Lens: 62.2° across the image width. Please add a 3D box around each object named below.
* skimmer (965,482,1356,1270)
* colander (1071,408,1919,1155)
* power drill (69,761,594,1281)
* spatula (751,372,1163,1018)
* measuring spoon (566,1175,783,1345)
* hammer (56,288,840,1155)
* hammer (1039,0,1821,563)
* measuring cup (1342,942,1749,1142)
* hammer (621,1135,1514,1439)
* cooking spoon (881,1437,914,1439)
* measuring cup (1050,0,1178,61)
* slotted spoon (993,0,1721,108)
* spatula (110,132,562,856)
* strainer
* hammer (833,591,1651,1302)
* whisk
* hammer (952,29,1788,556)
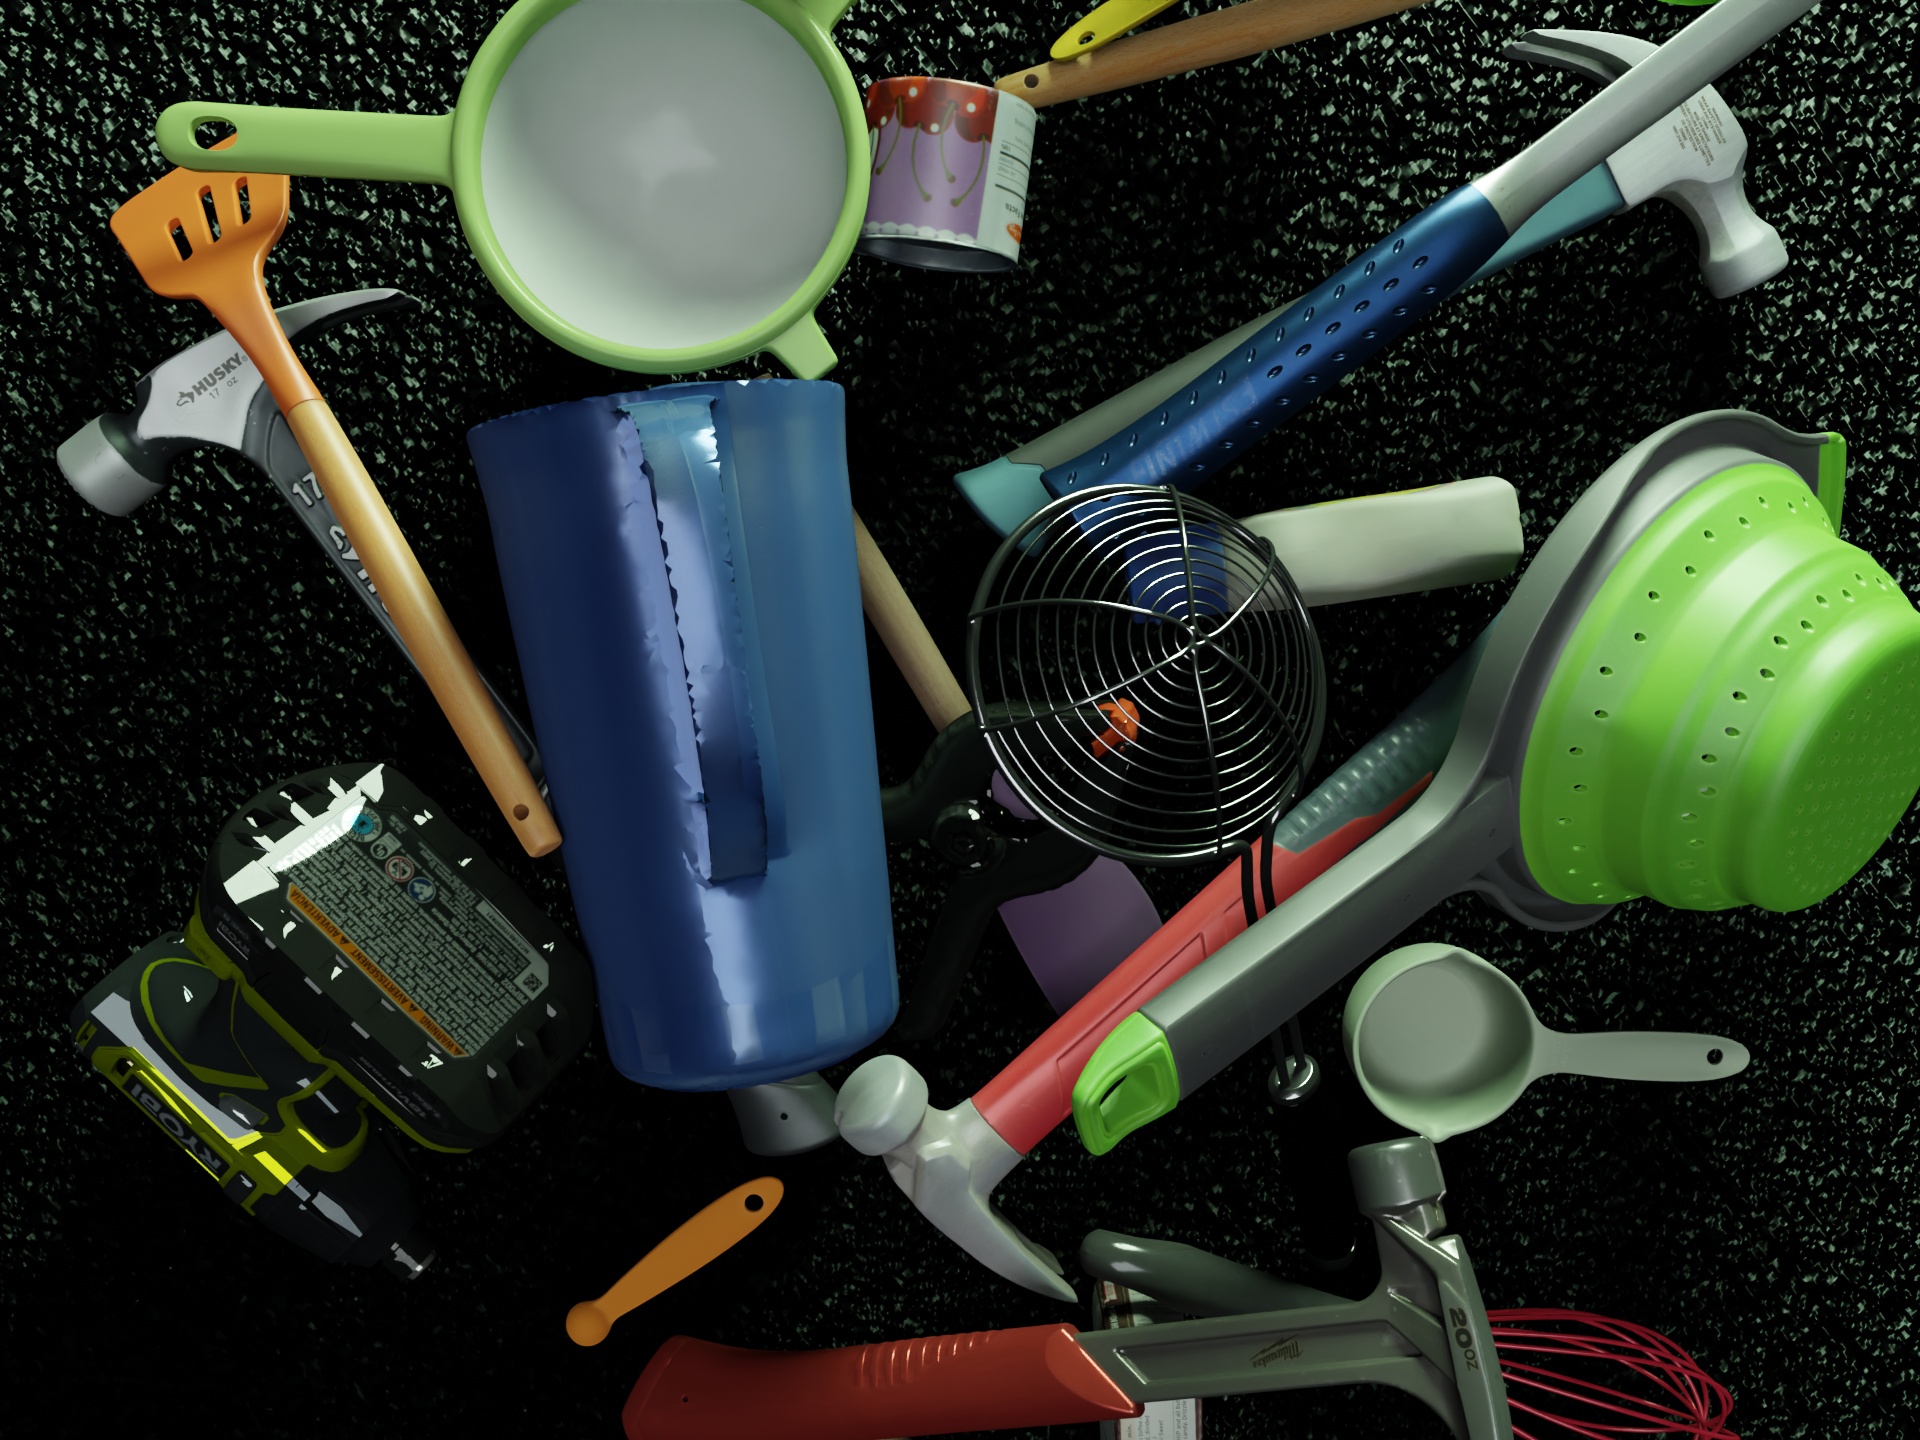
[{"bbox_3d":[0.098,0.082,0.601,0.127,0.090,0.362,-35,130,-20],"label":"skimmer"},{"bbox_3d":[0.214,0.041,0.539,0.397,0.095,0.204,-32,130,-20],"label":"colander"},{"bbox_3d":[-0.233,0.125,0.594,0.171,0.080,0.223,46,133,-5],"label":"power drill"},{"bbox_3d":[-0.001,-0.002,0.655,0.060,0.018,0.316,-30,98,8],"label":"spatula"},{"bbox_3d":[-0.124,0.235,0.689,0.117,0.011,0.021,-37,97,4],"label":"measuring spoon"},{"bbox_3d":[-0.176,0.013,0.648,0.149,0.036,0.409,-36,97,3],"label":"hammer"},{"bbox_3d":[0.208,-0.191,0.591,0.405,0.035,0.144,-37,98,5],"label":"hammer"},{"bbox_3d":[0.243,0.133,0.669,0.167,0.038,0.083,3,98,-3],"label":"measuring cup"},{"bbox_3d":[0.023,0.262,0.610,0.359,0.036,0.149,-17,70,24],"label":"hammer"},{"bbox_3d":[0.048,0.387,0.709,0.319,0.017,0.068,41,101,-6],"label":"cooking spoon"},{"bbox_3d":[0.109,-0.284,0.606,0.156,0.062,0.029,-25,141,13],"label":"measuring cup"},{"bbox_3d":[0.166,-0.281,0.616,0.314,0.031,0.070,-14,85,3],"label":"slotted spoon"},{"bbox_3d":[-0.222,-0.090,0.580,0.081,0.041,0.323,-32,79,0],"label":"spatula"},{"bbox_3d":[-0.161,-0.205,0.599,0.256,0.069,0.151,3,93,0],"label":"strainer"},{"bbox_3d":[0.135,0.075,0.650,0.386,0.038,0.143,-42,117,0],"label":"hammer"},{"bbox_3d":[0.188,0.260,0.661,0.295,0.073,0.073,18,97,-7],"label":"whisk"},{"bbox_3d":[0.152,-0.157,0.629,0.331,0.033,0.128,-28,98,3],"label":"hammer"}]
